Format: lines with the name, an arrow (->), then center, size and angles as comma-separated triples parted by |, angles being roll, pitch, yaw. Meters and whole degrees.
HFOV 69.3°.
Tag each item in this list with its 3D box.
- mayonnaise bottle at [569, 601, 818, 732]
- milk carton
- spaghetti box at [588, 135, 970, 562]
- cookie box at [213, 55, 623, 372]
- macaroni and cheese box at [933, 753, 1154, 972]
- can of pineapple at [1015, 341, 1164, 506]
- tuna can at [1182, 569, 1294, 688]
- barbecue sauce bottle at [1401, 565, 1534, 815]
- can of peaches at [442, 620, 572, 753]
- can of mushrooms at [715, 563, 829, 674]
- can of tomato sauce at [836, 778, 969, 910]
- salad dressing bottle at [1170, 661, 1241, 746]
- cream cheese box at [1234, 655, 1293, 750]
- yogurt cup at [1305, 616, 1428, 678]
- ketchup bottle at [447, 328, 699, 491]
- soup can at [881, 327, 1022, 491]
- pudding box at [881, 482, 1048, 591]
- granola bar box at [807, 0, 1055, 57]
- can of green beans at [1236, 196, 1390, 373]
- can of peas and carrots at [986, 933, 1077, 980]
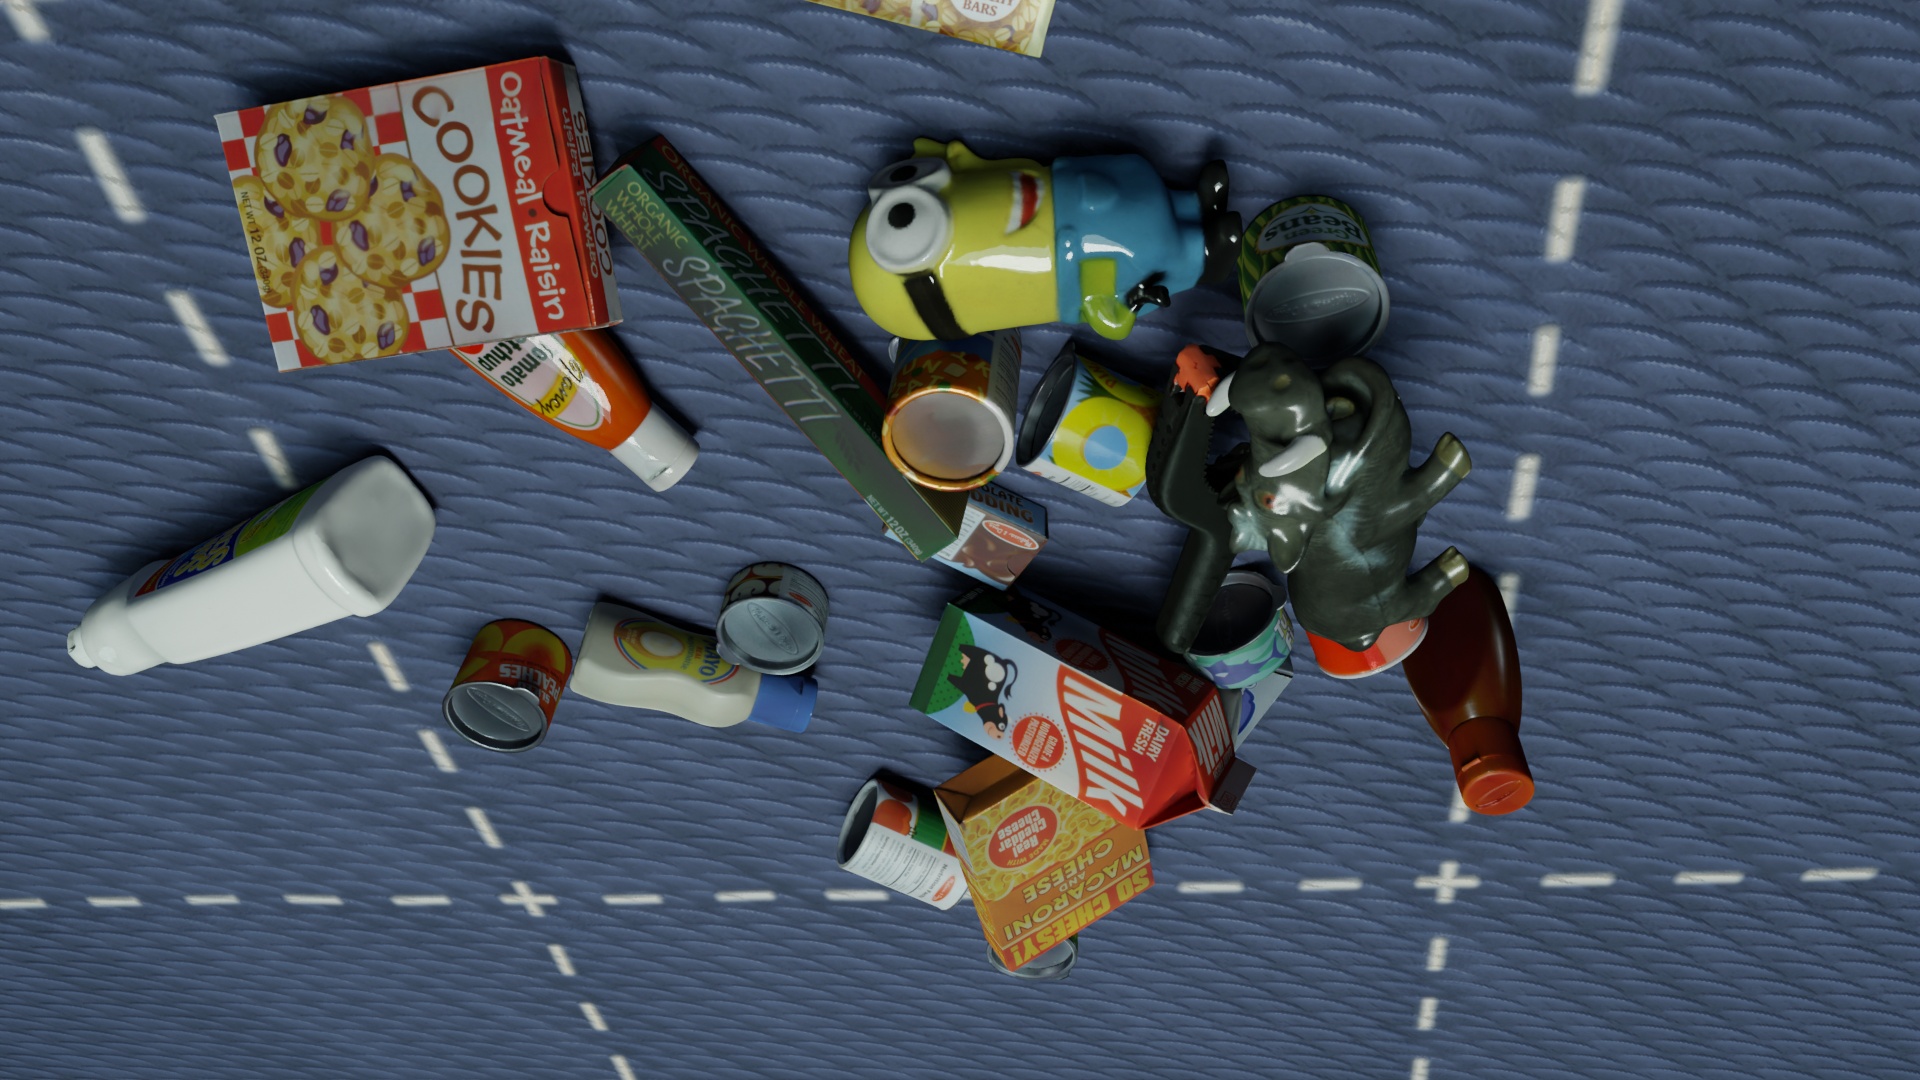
mayonnaise bottle -> -0.165, 0.085, 0.873 | 0.148, 0.065, 0.041 | 17, 126, -14
milk carton -> 0.076, 0.098, 0.794 | 0.191, 0.072, 0.073 | 27, 112, 16
spaghetti box -> -0.084, -0.093, 0.699 | 0.028, 0.050, 0.249 | -31, 113, 25
cookie box -> -0.255, -0.152, 0.659 | 0.167, 0.040, 0.122 | -6, 103, 10
macaroni and cheese box -> 0.060, 0.198, 0.925 | 0.124, 0.040, 0.165 | -27, 131, -14
can of pineapple -> 0.069, -0.059, 0.724 | 0.058, 0.071, 0.070 | 22, 129, -14
tuna can -> 0.161, 0.051, 0.809 | 0.071, 0.071, 0.032 | -19, 127, 20
barbecue sauce bottle -> 0.282, 0.083, 0.770 | 0.043, 0.149, 0.064 | 33, 125, -21
can of peaches -> -0.288, 0.092, 0.891 | 0.071, 0.058, 0.070 | 3, 130, 3
can of mushrooms -> -0.117, 0.049, 0.854 | 0.071, 0.034, 0.070 | 2, 131, 3
can of tomato sauce -> -0.035, 0.209, 0.964 | 0.083, 0.071, 0.071 | 26, 128, -16
salad dressing bottle -> 0.096, 0.100, 0.853 | 0.148, 0.044, 0.064 | 8, 123, 18
cream cheese box -> 0.162, 0.103, 0.881 | 0.053, 0.024, 0.103 | 18, 130, -10
yogurt cup -> 0.224, 0.038, 0.793 | 0.072, 0.073, 0.054 | -25, 112, 24
ketchup bottle -> -0.205, -0.086, 0.741 | 0.064, 0.044, 0.148 | -32, 121, 25
soup can -> -0.006, -0.075, 0.705 | 0.071, 0.084, 0.071 | 3, 131, 3
pudding box -> 0.003, -0.010, 0.795 | 0.084, 0.030, 0.049 | 25, 127, -16
granola bar box -> -0.031, -0.279, 0.563 | 0.166, 0.039, 0.123 | 12, 131, -5
can of green beans -> 0.167, -0.123, 0.665 | 0.071, 0.058, 0.071 | 3, 131, 3
can of peas and carrots -> 0.055, 0.280, 1.019 | 0.071, 0.059, 0.070 | 2, 131, 3
